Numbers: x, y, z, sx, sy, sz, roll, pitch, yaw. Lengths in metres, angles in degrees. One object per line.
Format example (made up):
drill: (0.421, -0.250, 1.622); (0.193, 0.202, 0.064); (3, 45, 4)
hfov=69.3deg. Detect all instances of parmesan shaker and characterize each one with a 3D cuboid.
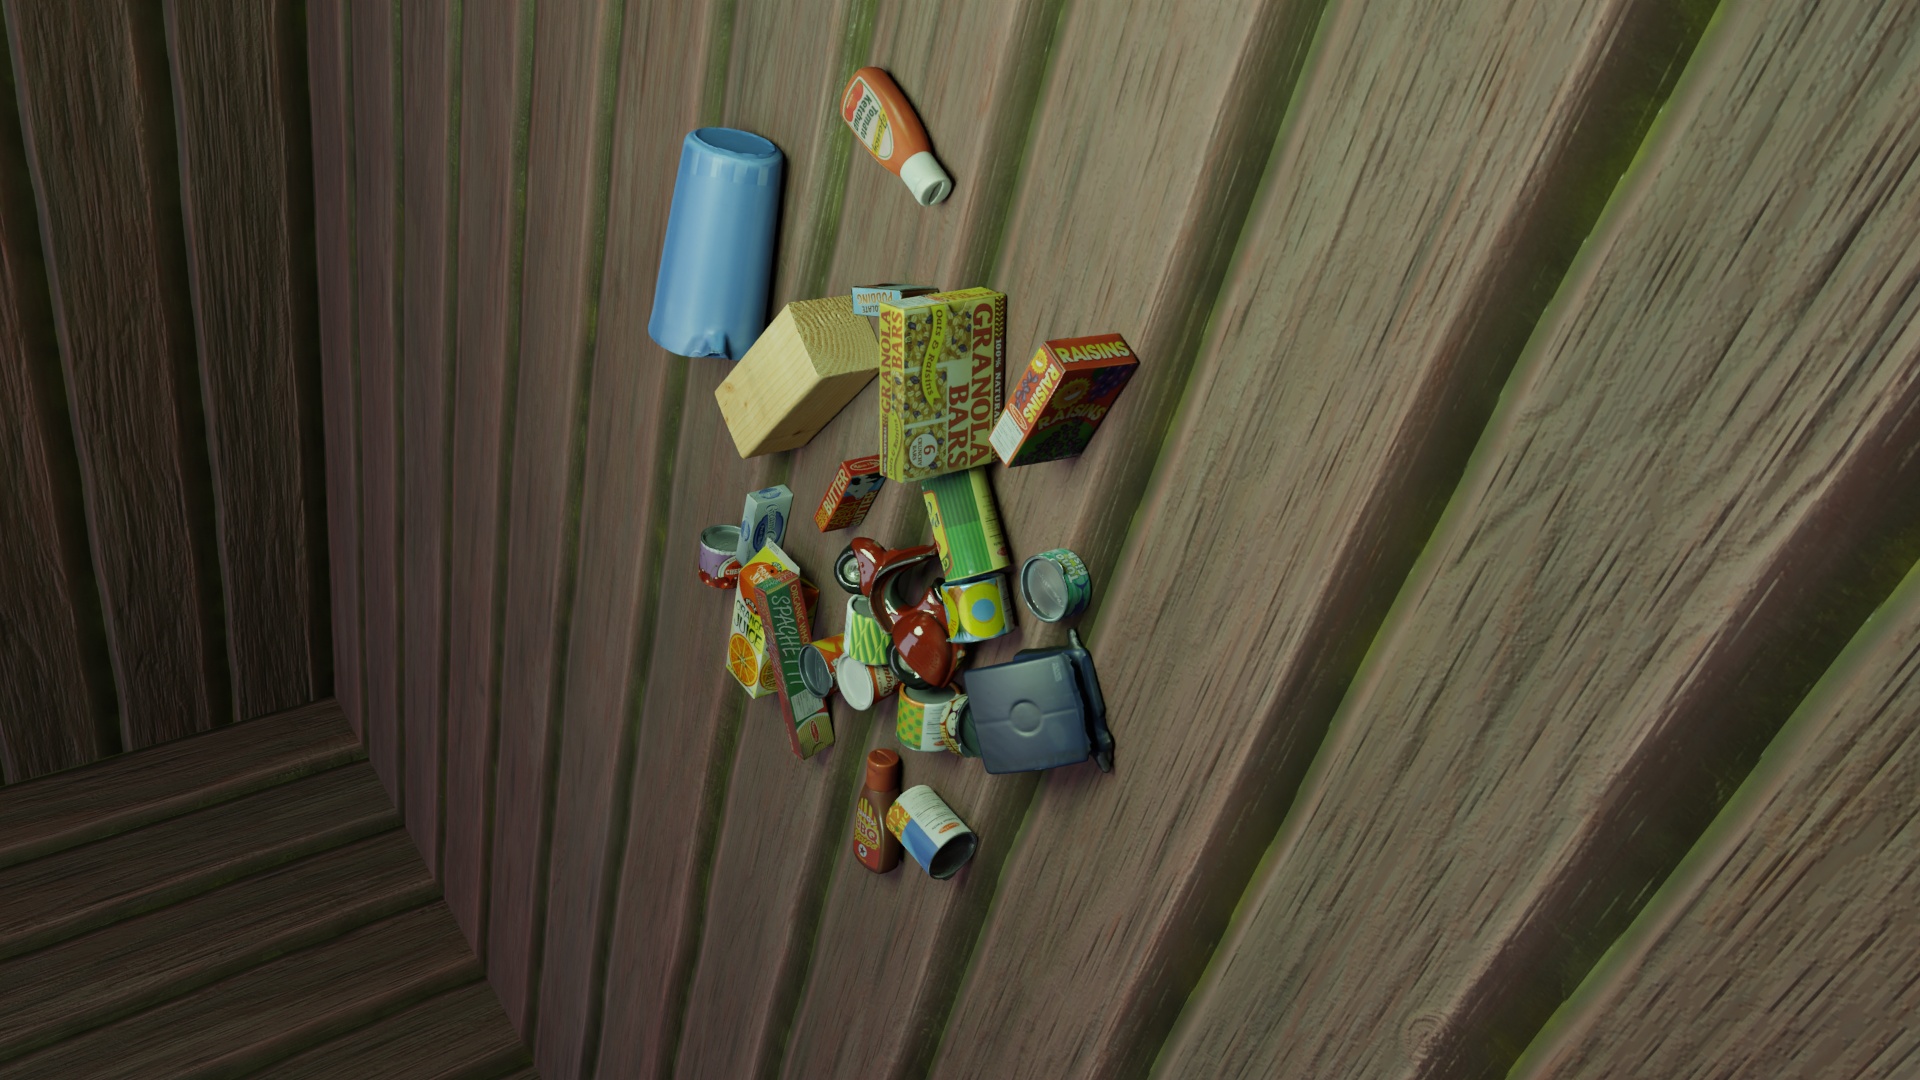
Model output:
parmesan shaker: (0.005, -0.017, 1.370); (0.071, 0.071, 0.103); (-15, 90, 53)

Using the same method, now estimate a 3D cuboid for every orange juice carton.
orange juice carton: (-0.229, 0.092, 1.699); (0.072, 0.073, 0.191); (41, 131, 36)

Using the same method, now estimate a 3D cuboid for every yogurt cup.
yogurt cup: (-0.100, 0.153, 1.571); (0.072, 0.054, 0.072); (22, 119, 47)

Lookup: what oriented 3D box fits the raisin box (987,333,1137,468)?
raisin box: (0.088, -0.122, 1.207); (0.040, 0.086, 0.122); (59, 141, 26)

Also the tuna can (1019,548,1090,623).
tuna can: (0.090, 0.040, 1.305); (0.071, 0.033, 0.070); (22, 119, 46)

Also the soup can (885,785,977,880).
soup can: (-0.033, 0.324, 1.536); (0.084, 0.071, 0.071); (40, 131, 37)

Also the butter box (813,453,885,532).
butter box: (-0.120, -0.051, 1.526); (0.024, 0.053, 0.103); (58, 140, 23)

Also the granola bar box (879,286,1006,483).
granola bar box: (-0.016, -0.146, 1.299); (0.039, 0.125, 0.164); (23, 120, 45)

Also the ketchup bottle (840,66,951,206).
ketchup bottle: (-0.060, -0.386, 1.340); (0.149, 0.044, 0.064); (56, 139, 22)

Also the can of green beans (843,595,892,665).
can of green beans: (-0.094, 0.096, 1.534); (0.071, 0.071, 0.057); (34, 127, 41)

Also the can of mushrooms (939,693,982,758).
can of mushrooms: (0.013, 0.192, 1.427); (0.033, 0.071, 0.071); (-11, 94, 55)

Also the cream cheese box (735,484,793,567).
cream cheese box: (-0.239, -0.017, 1.690); (0.024, 0.053, 0.103); (43, 133, 32)

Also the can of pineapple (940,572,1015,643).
can of pineapple: (0.015, 0.067, 1.381); (0.071, 0.071, 0.058); (-5, 98, 53)

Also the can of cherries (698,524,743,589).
can of cherries: (-0.298, 0.022, 1.768); (0.071, 0.072, 0.058); (37, 129, 39)

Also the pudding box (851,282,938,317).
pudding box: (-0.066, -0.240, 1.392); (0.084, 0.050, 0.030); (16, 113, 48)

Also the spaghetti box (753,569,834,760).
spaghetti box: (-0.197, 0.150, 1.656); (0.029, 0.050, 0.248); (26, 134, 44)

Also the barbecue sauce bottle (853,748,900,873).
barbecue sauce bottle: (-0.095, 0.315, 1.631); (0.065, 0.044, 0.147); (32, 126, 43)

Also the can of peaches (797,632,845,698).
can of peaches: (-0.147, 0.147, 1.626); (0.071, 0.058, 0.071); (21, 118, 47)

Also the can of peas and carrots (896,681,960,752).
can of peas and carrots: (-0.036, 0.184, 1.490); (0.071, 0.071, 0.058); (30, 124, 43)
